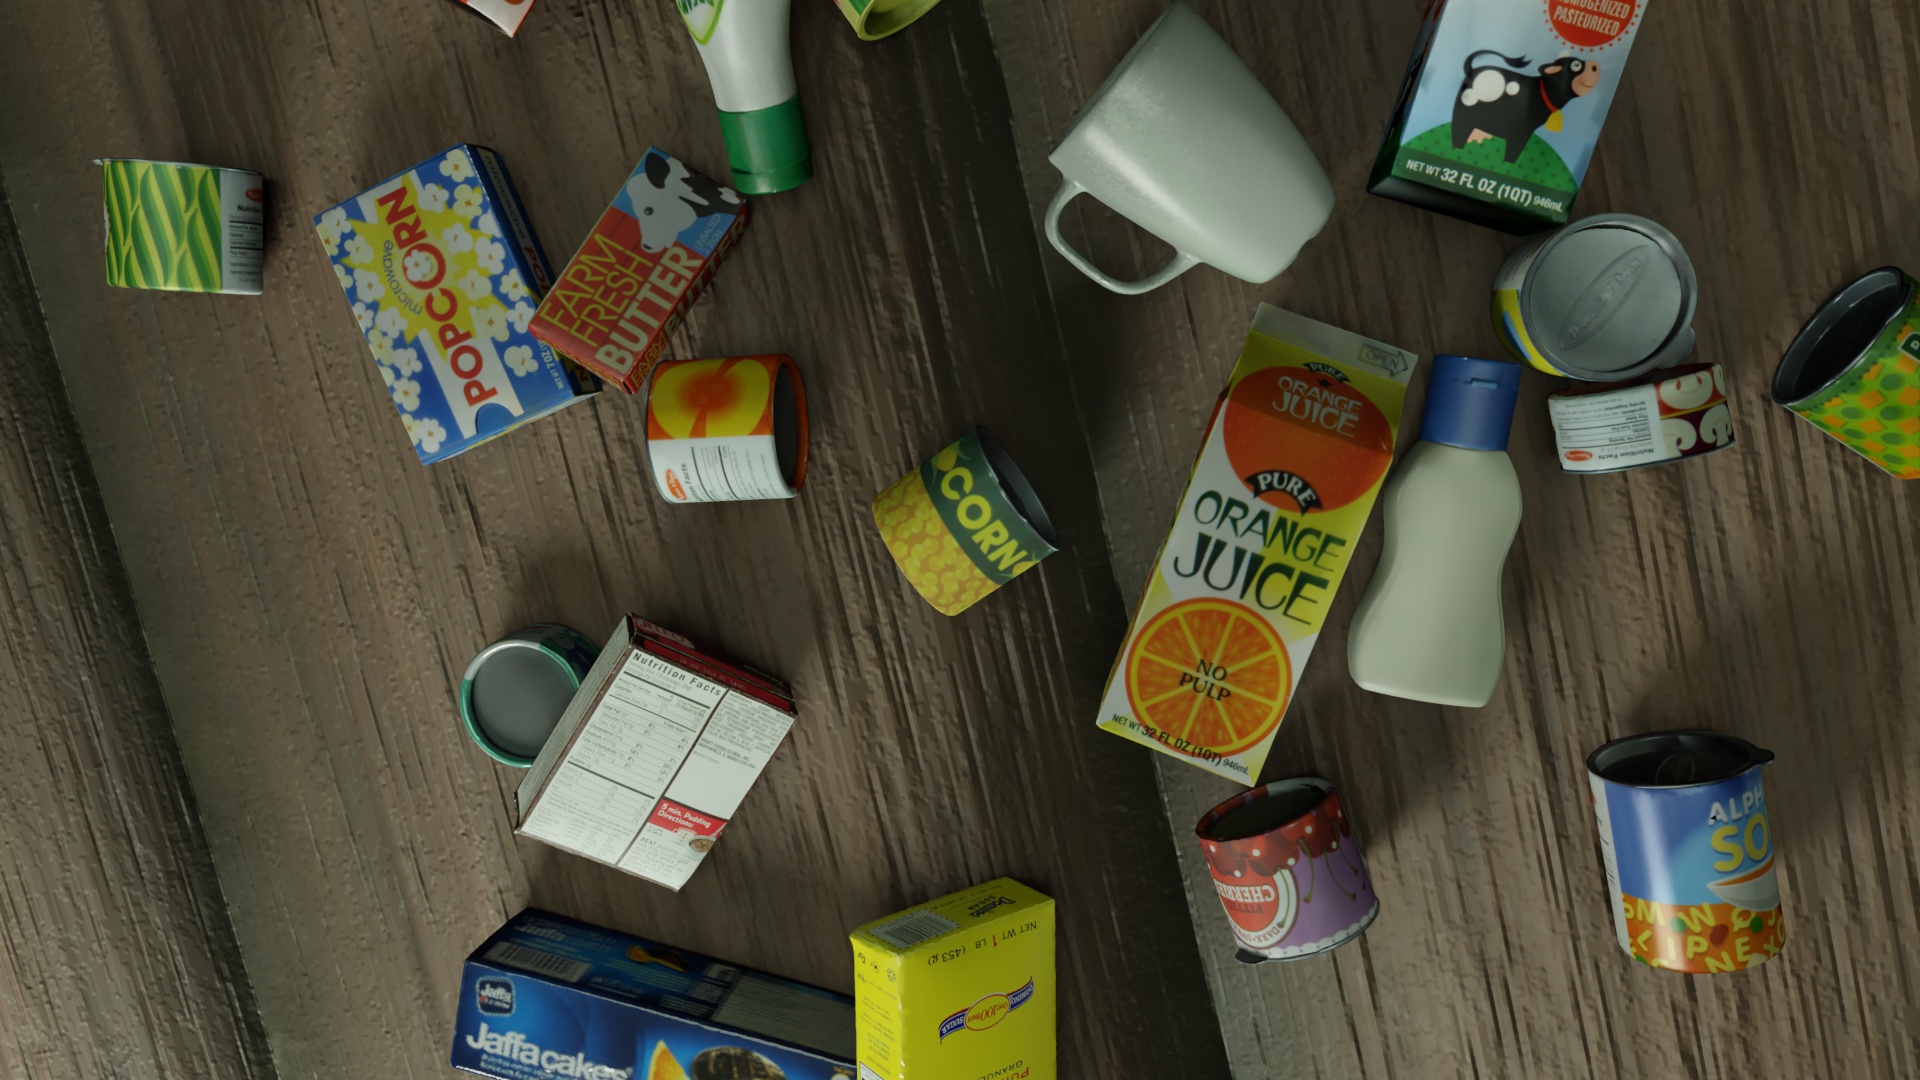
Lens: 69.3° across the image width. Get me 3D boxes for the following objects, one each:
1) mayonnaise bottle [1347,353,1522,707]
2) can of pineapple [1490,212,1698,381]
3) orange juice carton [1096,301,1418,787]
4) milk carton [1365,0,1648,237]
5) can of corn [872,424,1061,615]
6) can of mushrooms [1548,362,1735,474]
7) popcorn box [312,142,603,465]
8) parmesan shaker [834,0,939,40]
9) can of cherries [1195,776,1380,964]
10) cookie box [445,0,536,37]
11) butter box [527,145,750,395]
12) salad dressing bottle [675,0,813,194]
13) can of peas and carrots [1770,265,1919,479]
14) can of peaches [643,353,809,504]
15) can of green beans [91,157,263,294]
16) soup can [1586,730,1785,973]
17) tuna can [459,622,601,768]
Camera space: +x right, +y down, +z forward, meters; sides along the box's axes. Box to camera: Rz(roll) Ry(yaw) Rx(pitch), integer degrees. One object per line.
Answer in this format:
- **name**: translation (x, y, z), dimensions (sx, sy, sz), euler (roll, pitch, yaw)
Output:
- **mayonnaise bottle**: translation (0.211, -0.005, 0.602), dimensions (0.065, 0.041, 0.147), euler (9, 98, 5)
- **can of pineapple**: translation (0.259, -0.098, 0.572), dimensions (0.071, 0.058, 0.071), euler (1, 99, 8)
- **orange juice carton**: translation (0.126, -0.001, 0.598), dimensions (0.072, 0.073, 0.192), euler (21, 100, 5)
- **milk carton**: translation (0.230, -0.224, 0.551), dimensions (0.072, 0.073, 0.190), euler (18, 100, 6)
- **can of corn**: translation (0.002, -0.008, 0.616), dimensions (0.058, 0.071, 0.071), euler (-34, 92, 12)
- **can of mushrooms**: translation (0.281, -0.051, 0.574), dimensions (0.071, 0.071, 0.033), euler (-13, 96, 10)
- **popcorn box**: translation (-0.235, -0.111, 0.653), dimensions (0.085, 0.038, 0.126), euler (-22, 94, 10)
- **parmesan shaker**: translation (-0.048, -0.275, 0.585), dimensions (0.071, 0.071, 0.103), euler (-36, 92, 12)
- **can of cherries**: translation (0.143, 0.146, 0.618), dimensions (0.071, 0.071, 0.058), euler (-20, 95, 11)
- **cookie box**: translation (-0.171, -0.304, 0.577), dimensions (0.040, 0.123, 0.167), euler (28, 105, -39)
- **butter box**: translation (-0.144, -0.122, 0.626), dimensions (0.053, 0.024, 0.104), euler (29, 77, 3)
- **salad dressing bottle**: translation (-0.094, -0.223, 0.588), dimensions (0.064, 0.044, 0.147), euler (25, 137, 43)
- **can of peas and carrots**: translation (0.375, -0.067, 0.554), dimensions (0.059, 0.071, 0.071), euler (33, 102, 2)
- **can of peaches**: translation (-0.104, -0.053, 0.629), dimensions (0.058, 0.071, 0.071), euler (-2, 98, 9)
- **can of green beans**: translation (-0.364, -0.147, 0.653), dimensions (0.071, 0.071, 0.057), euler (5, 99, 8)
- **soup can**: translation (0.312, 0.131, 0.592), dimensions (0.071, 0.071, 0.083), euler (-11, 97, 10)
- **tuna can**: translation (-0.206, 0.078, 0.678), dimensions (0.071, 0.033, 0.071), euler (1, 98, 8)
